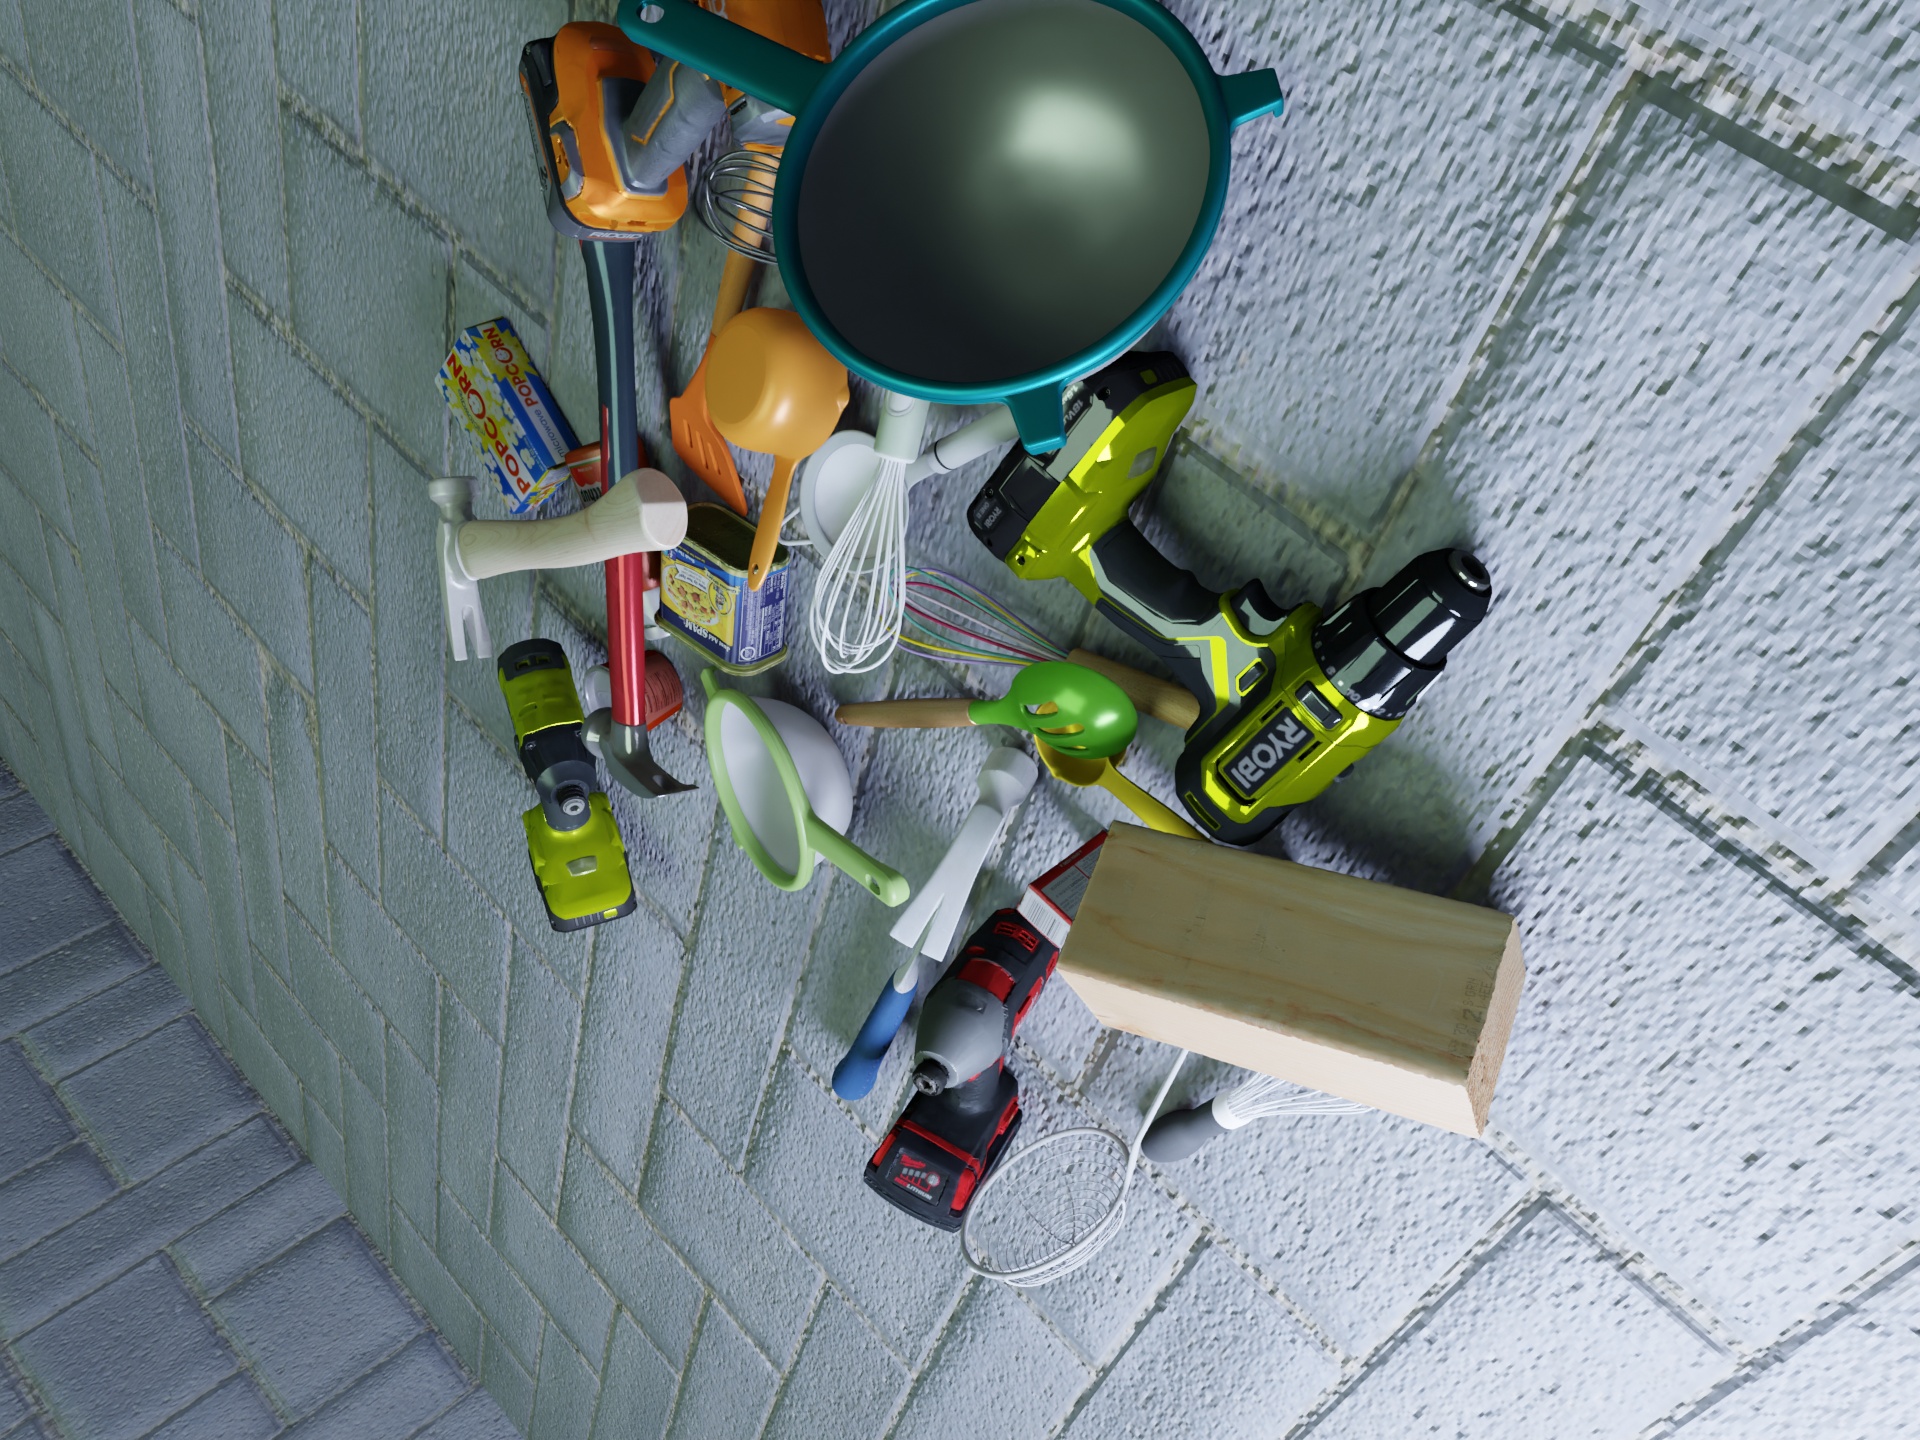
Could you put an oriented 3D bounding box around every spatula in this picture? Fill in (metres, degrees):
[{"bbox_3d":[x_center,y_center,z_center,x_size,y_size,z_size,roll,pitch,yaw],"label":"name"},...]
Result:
[{"bbox_3d":[-0.137,-0.265,0.997,0.081,0.041,0.322,44,135,20],"label":"spatula"}]

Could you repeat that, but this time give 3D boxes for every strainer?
[{"bbox_3d":[-0.024,-0.265,0.768,0.340,0.211,0.095,33,179,22],"label":"strainer"},{"bbox_3d":[-0.014,-0.149,0.921,0.258,0.050,0.087,-19,90,45],"label":"strainer"},{"bbox_3d":[-0.090,0.057,1.087,0.257,0.069,0.151,30,134,49],"label":"strainer"}]

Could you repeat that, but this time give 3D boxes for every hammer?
[{"bbox_3d":[-0.039,0.178,1.106,0.035,0.144,0.405,28,143,3],"label":"hammer"},{"bbox_3d":[-0.225,-0.139,1.084,0.143,0.038,0.386,28,121,52],"label":"hammer"},{"bbox_3d":[-0.292,-0.116,1.120,0.411,0.038,0.146,3,100,55],"label":"hammer"}]

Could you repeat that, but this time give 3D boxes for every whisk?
[{"bbox_3d":[0.178,0.220,0.940,0.070,0.070,0.284,53,145,8],"label":"whisk"},{"bbox_3d":[0.049,-0.043,0.924,0.245,0.047,0.051,23,128,31],"label":"whisk"},{"bbox_3d":[-0.040,-0.141,0.891,0.058,0.059,0.246,22,109,24],"label":"whisk"},{"bbox_3d":[-0.031,-0.237,0.831,0.239,0.055,0.055,25,134,5],"label":"whisk"}]

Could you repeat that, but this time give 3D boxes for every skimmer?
[{"bbox_3d":[0.096,0.214,0.972,0.090,0.127,0.363,23,123,3],"label":"skimmer"}]

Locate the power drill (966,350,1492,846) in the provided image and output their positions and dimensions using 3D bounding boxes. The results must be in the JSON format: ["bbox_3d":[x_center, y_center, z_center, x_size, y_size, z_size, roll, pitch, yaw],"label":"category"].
[{"bbox_3d":[0.129,-0.072,0.784,0.228,0.080,0.190,48,130,10],"label":"power drill"}]

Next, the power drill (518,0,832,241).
[{"bbox_3d":[-0.160,-0.377,0.895,0.226,0.084,0.164,-9,92,48],"label":"power drill"}]

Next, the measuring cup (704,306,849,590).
[{"bbox_3d":[-0.125,-0.165,0.969,0.095,0.052,0.173,24,104,43],"label":"measuring cup"}]

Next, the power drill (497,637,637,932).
[{"bbox_3d":[-0.325,0.066,1.309,0.223,0.080,0.171,92,157,-46],"label":"power drill"}]

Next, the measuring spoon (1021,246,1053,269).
[{"bbox_3d":[0.015,-0.253,0.845,0.124,0.018,0.034,35,165,37],"label":"measuring spoon"}]

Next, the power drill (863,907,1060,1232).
[{"bbox_3d":[0.000,0.241,1.071,0.078,0.143,0.219,25,134,15],"label":"power drill"}]

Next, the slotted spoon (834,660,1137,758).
[{"bbox_3d":[-0.002,-0.003,0.975,0.070,0.031,0.314,52,156,-20],"label":"slotted spoon"}]

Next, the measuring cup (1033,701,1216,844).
[{"bbox_3d":[0.108,0.038,0.920,0.157,0.029,0.062,40,138,19],"label":"measuring cup"}]
